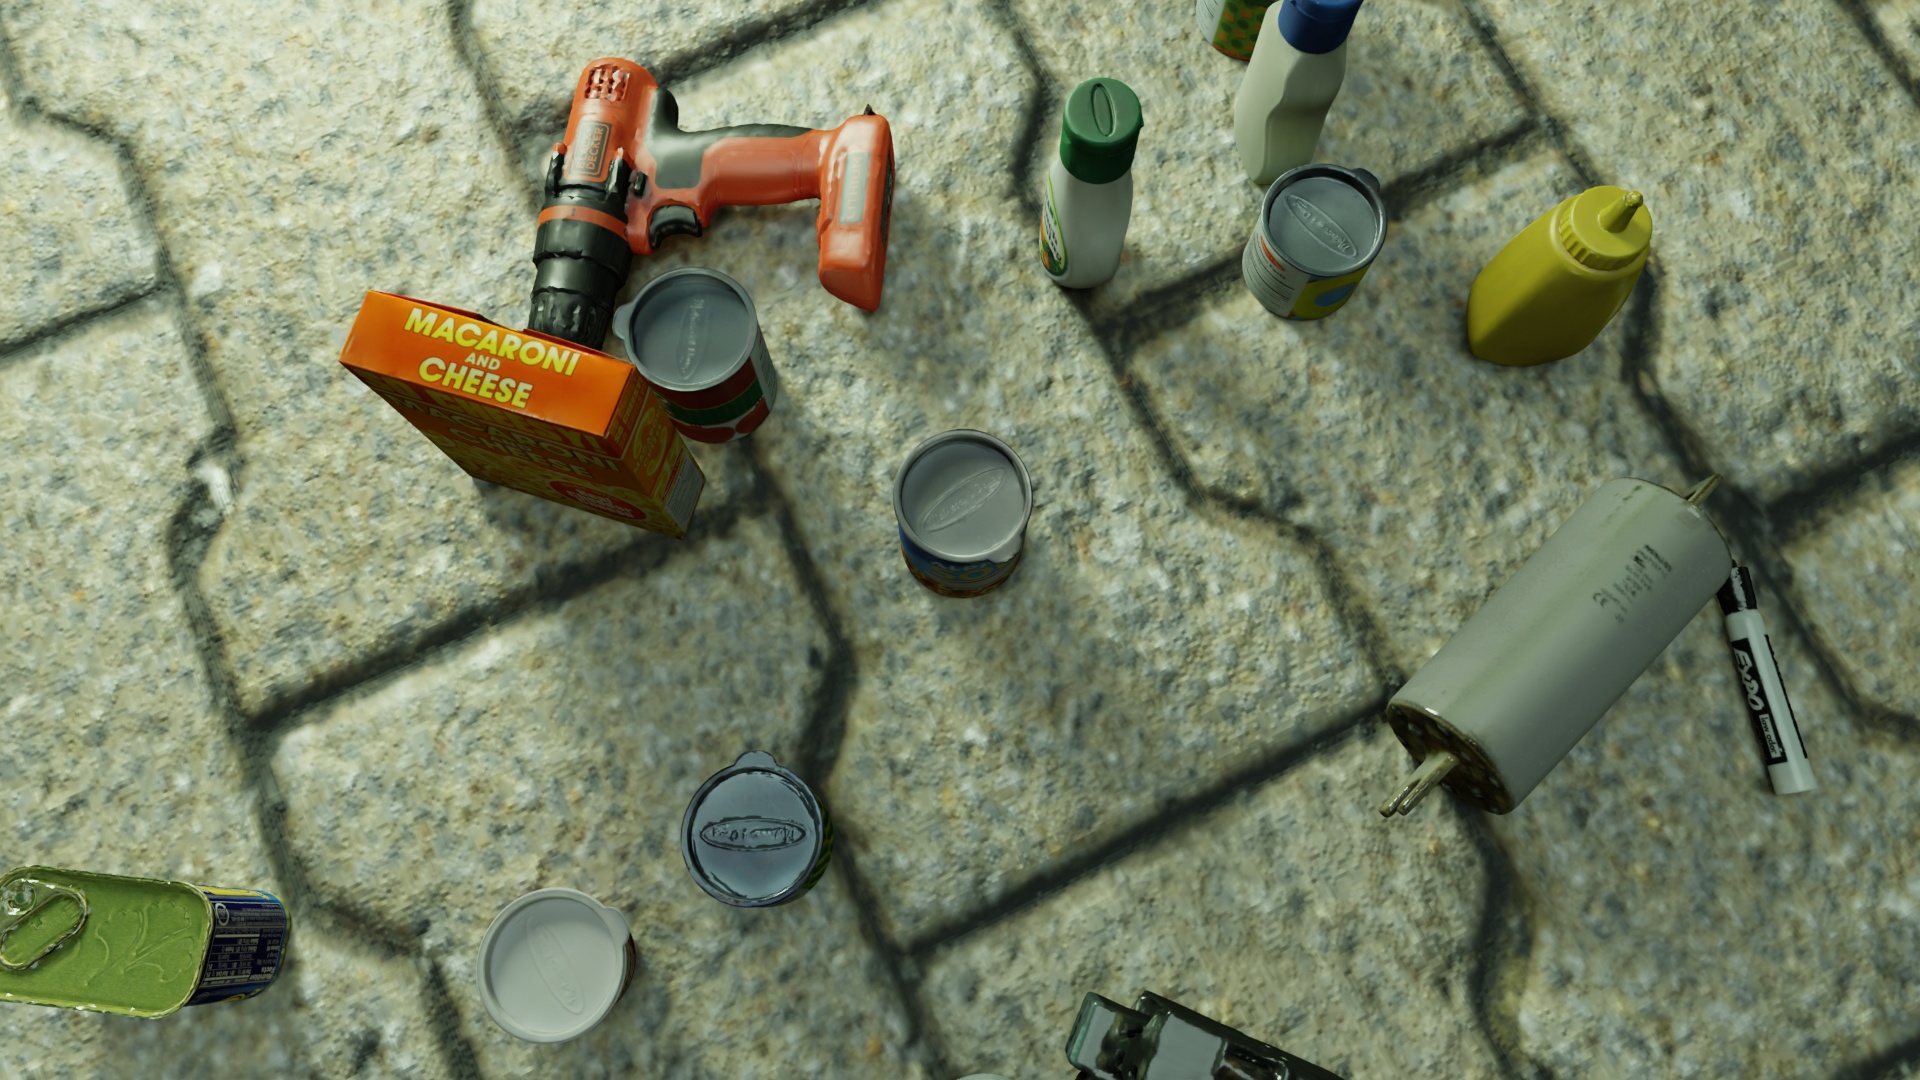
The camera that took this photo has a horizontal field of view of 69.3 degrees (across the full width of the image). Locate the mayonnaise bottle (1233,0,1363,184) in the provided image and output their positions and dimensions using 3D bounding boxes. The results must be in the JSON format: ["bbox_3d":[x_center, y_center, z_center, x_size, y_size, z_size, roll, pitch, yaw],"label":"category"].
[{"bbox_3d":[0.177,-0.248,0.729,0.041,0.147,0.065,-7,75,-2],"label":"mayonnaise bottle"}]

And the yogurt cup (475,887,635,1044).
[{"bbox_3d":[-0.185,0.198,0.651,0.072,0.053,0.072,0,75,0],"label":"yogurt cup"}]

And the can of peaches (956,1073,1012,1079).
[{"bbox_3d":[0.011,0.280,0.627,0.071,0.058,0.071,0,75,0],"label":"can of peaches"}]

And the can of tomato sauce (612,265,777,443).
[{"bbox_3d":[-0.134,-0.093,0.718,0.071,0.083,0.071,0,75,0],"label":"can of tomato sauce"}]

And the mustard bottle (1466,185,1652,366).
[{"bbox_3d":[0.304,-0.136,0.691,0.065,0.160,0.049,3,75,1],"label":"mustard bottle"}]

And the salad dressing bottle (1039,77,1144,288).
[{"bbox_3d":[0.066,-0.180,0.709,0.044,0.147,0.064,-7,75,-2],"label":"salad dressing bottle"}]

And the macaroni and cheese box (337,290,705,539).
[{"bbox_3d":[-0.200,-0.055,0.664,0.124,0.166,0.040,16,76,4],"label":"macaroni and cheese box"}]

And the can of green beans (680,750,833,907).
[{"bbox_3d":[-0.096,0.142,0.665,0.071,0.057,0.071,0,75,0],"label":"can of green beans"}]

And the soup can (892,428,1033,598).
[{"bbox_3d":[0.002,-0.009,0.694,0.071,0.083,0.071,0,75,0],"label":"soup can"}]

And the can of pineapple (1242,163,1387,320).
[{"bbox_3d":[0.192,-0.161,0.751,0.071,0.057,0.071,0,75,0],"label":"can of pineapple"}]

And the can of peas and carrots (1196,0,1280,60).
[{"bbox_3d":[0.174,-0.319,0.795,0.071,0.058,0.071,0,75,0],"label":"can of peas and carrots"}]
